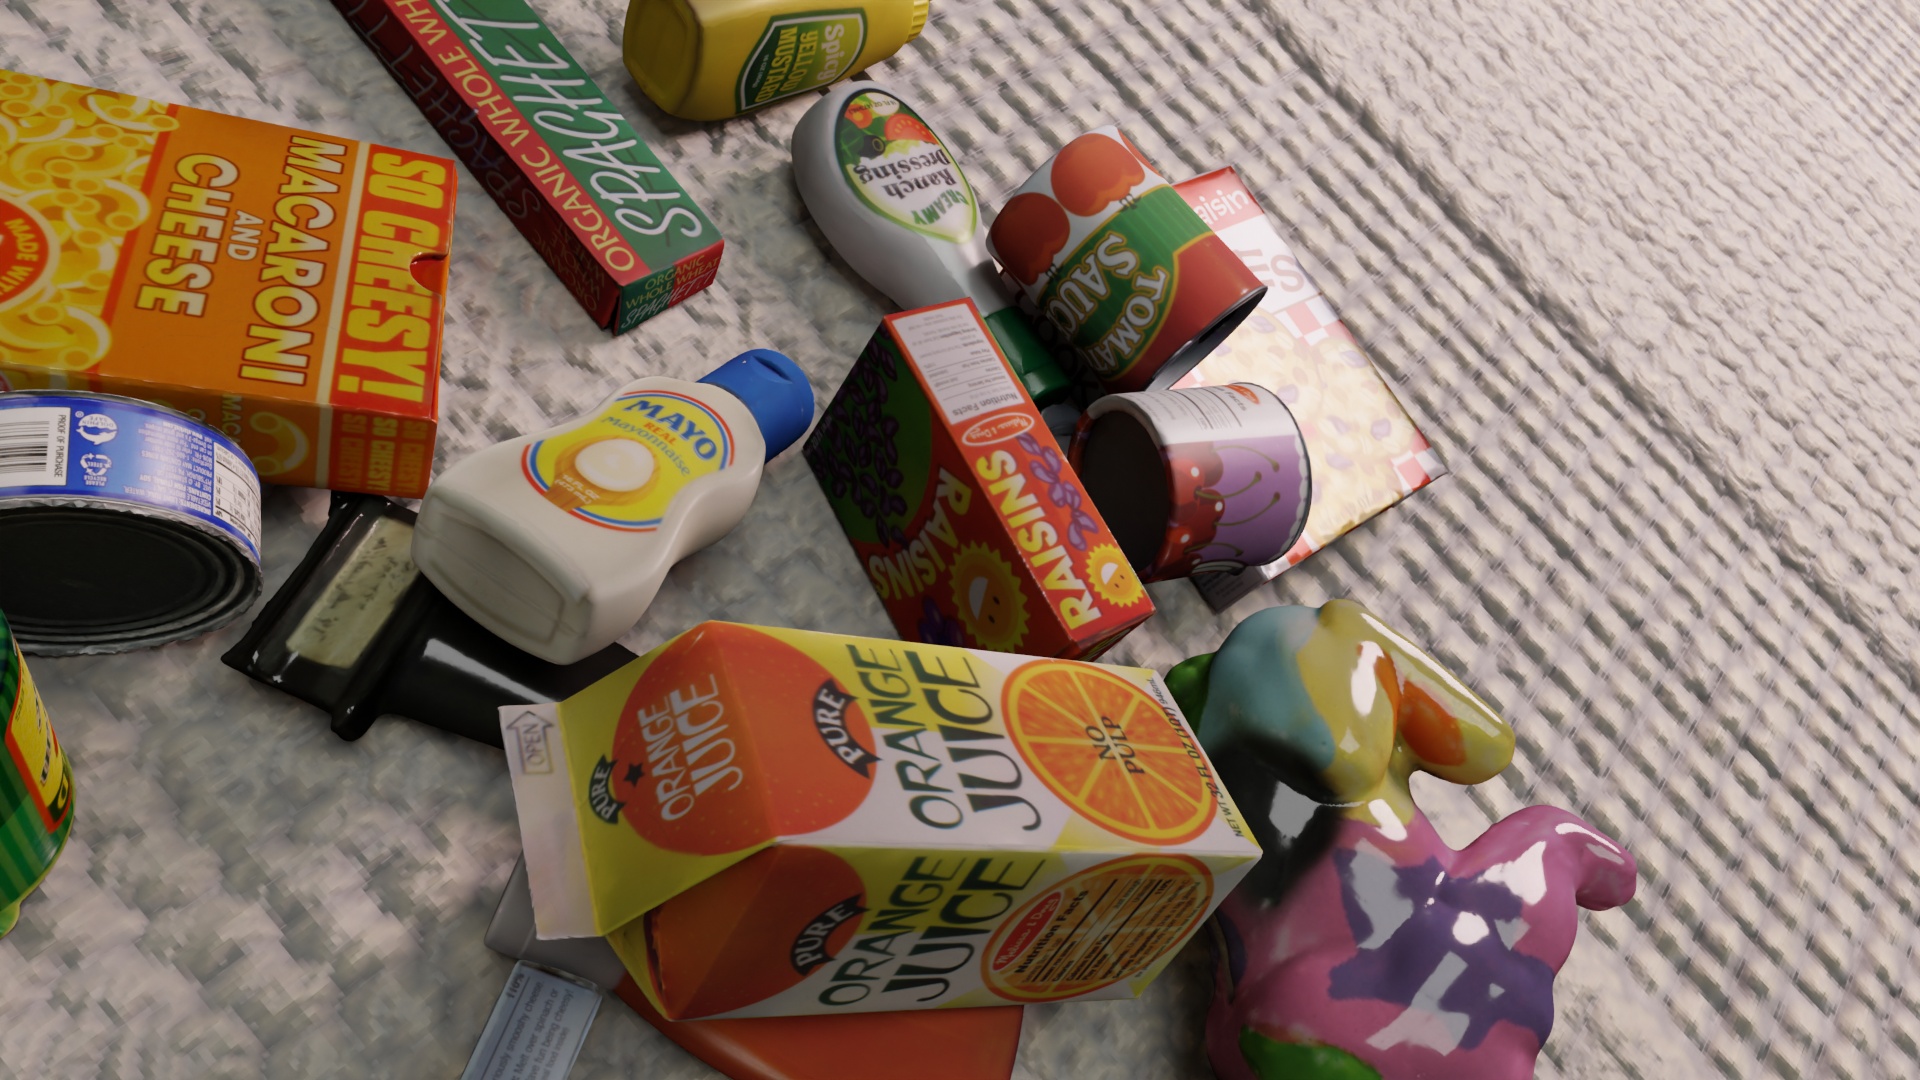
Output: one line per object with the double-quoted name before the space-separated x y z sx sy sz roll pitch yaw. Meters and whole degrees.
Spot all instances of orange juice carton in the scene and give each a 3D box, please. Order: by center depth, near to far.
"orange juice carton" -0.022 0.076 0.370 0.193 0.072 0.072 9 36 -32

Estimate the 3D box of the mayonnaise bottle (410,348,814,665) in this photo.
"mayonnaise bottle" -0.095 -0.020 0.429 0.065 0.041 0.149 33 34 6

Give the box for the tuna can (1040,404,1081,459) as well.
"tuna can" 0.043 -0.013 0.522 0.071 0.032 0.071 12 59 -20

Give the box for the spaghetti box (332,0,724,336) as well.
"spaghetti box" -0.182 -0.183 0.509 0.050 0.028 0.250 -36 82 -35

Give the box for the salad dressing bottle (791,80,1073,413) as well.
"salad dressing bottle" -0.010 -0.109 0.543 0.064 0.043 0.148 -25 77 -36

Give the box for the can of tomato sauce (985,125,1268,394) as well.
"can of tomato sauce" 0.059 -0.098 0.507 0.071 0.071 0.083 -36 81 -36

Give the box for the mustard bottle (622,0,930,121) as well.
"mustard bottle" -0.059 -0.216 0.567 0.161 0.065 0.049 -30 75 -39

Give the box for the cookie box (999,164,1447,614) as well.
"cookie box" 0.109 -0.069 0.581 0.123 0.040 0.167 -26 78 -33

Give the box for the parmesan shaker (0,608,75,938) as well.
"parmesan shaker" -0.239 0.049 0.308 0.071 0.102 0.071 12 59 -20

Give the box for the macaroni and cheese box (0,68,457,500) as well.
"macaroni and cheese box" -0.237 -0.077 0.402 0.167 0.040 0.124 6 48 -23

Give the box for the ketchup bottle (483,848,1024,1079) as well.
"ketchup bottle" -0.056 0.122 0.393 0.149 0.043 0.065 24 52 -12

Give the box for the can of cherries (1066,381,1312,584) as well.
"can of cherries" 0.077 -0.017 0.480 0.058 0.071 0.071 -8 68 -29

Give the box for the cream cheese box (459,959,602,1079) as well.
"cream cheese box" -0.121 0.158 0.336 0.024 0.053 0.104 26 55 -9

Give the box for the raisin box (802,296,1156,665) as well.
"raisin box" 0.002 -0.006 0.466 0.040 0.085 0.123 -20 74 -35
